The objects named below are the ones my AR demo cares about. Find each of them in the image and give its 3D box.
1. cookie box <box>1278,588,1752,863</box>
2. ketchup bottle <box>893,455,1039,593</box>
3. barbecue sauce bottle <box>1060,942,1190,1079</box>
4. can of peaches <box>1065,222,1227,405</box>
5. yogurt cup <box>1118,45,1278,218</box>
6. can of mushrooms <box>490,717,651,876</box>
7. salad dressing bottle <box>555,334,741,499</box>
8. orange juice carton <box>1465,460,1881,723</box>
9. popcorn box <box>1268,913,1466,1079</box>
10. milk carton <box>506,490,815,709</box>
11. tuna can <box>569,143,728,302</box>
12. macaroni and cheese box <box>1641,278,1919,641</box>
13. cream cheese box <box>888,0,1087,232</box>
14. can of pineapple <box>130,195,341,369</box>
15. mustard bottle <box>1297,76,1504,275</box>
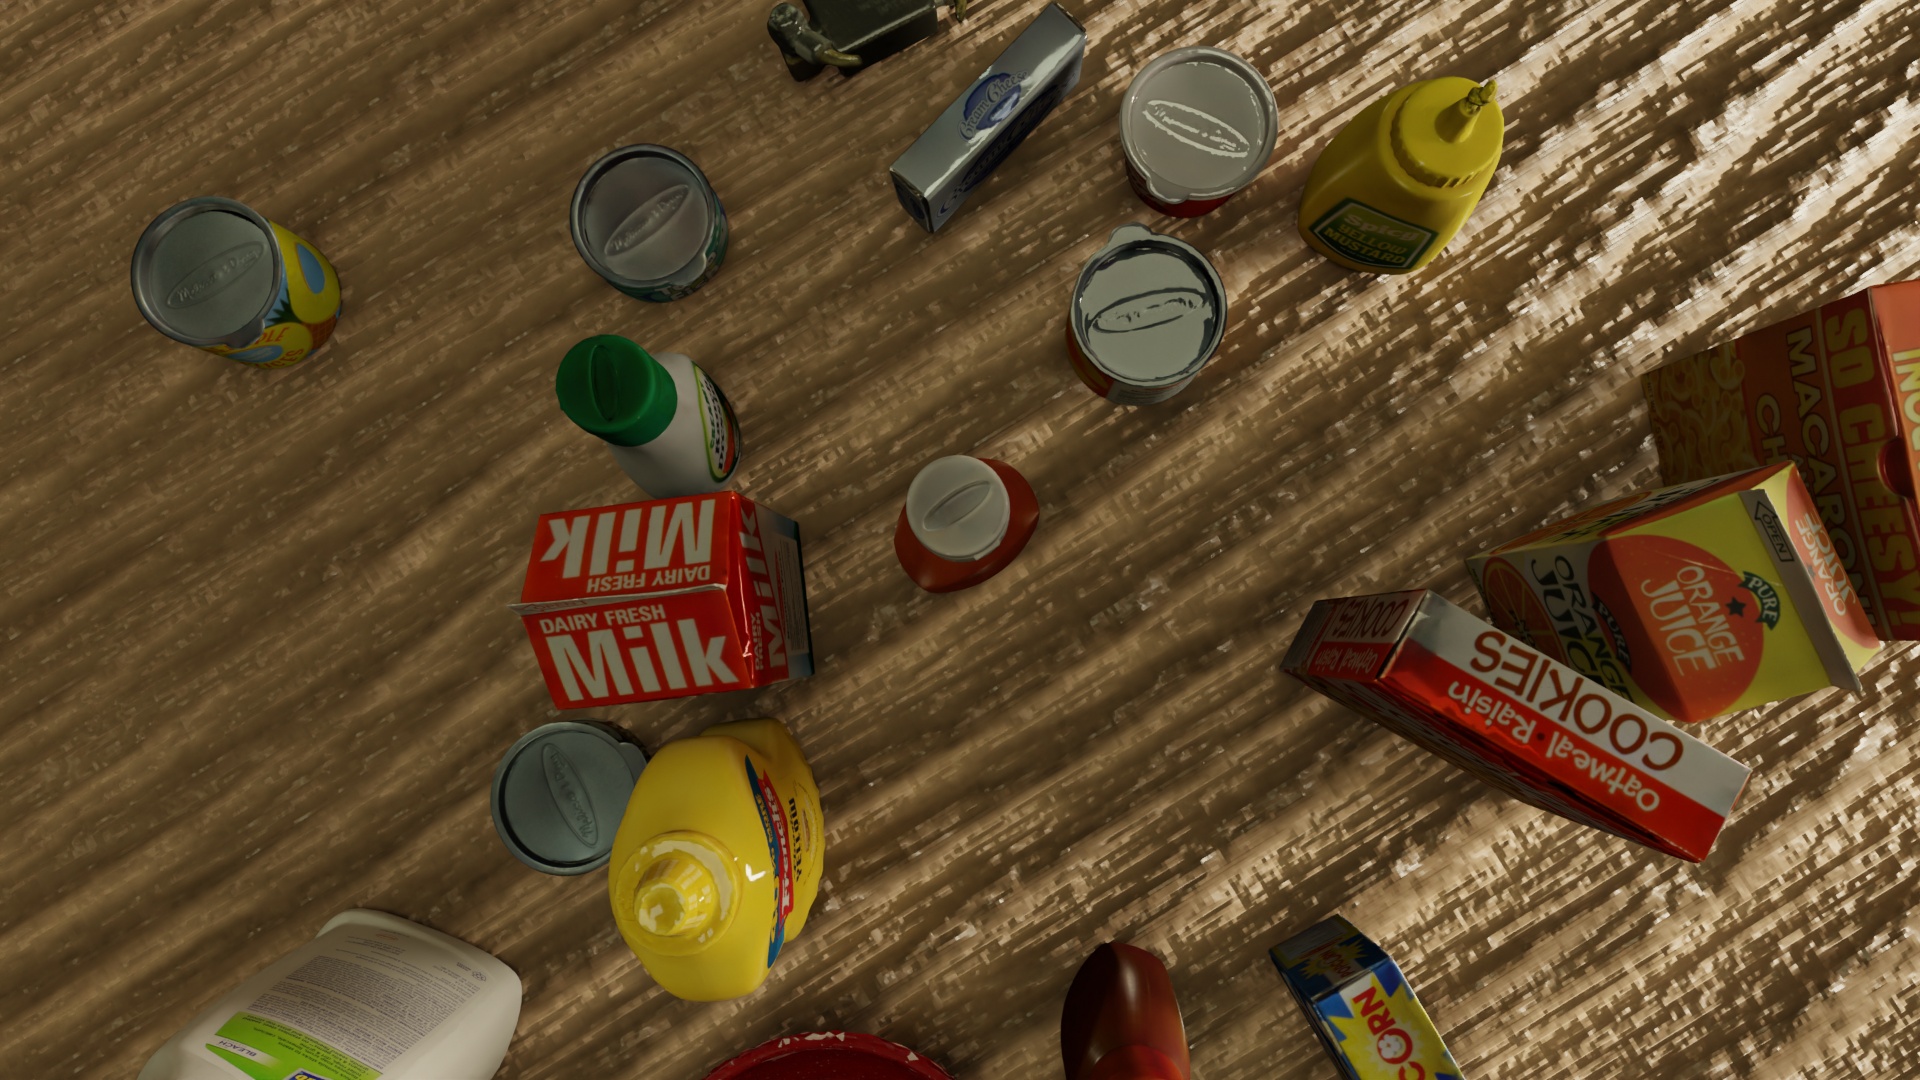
[{"bbox_3d":[0.201,0.067,0.539,0.123,0.167,0.040,29,88,3],"label":"cookie box"},{"bbox_3d":[0.002,-0.007,0.560,0.065,0.148,0.043,-34,86,-1],"label":"ketchup bottle"},{"bbox_3d":[0.065,0.204,0.542,0.044,0.148,0.065,18,87,3],"label":"barbecue sauce bottle"},{"bbox_3d":[0.079,-0.097,0.610,0.071,0.058,0.071,0,86,2],"label":"can of peaches"},{"bbox_3d":[0.103,-0.177,0.618,0.072,0.054,0.072,0,86,2],"label":"yogurt cup"},{"bbox_3d":[-0.167,0.111,0.614,0.071,0.033,0.071,0,86,2],"label":"can of mushrooms"},{"bbox_3d":[-0.125,-0.051,0.568,0.044,0.147,0.064,-9,86,1],"label":"salad dressing bottle"},{"bbox_3d":[0.269,0.021,0.528,0.073,0.192,0.072,-23,86,0],"label":"orange juice carton"},{"bbox_3d":[0.182,0.224,0.569,0.038,0.085,0.127,-30,86,0],"label":"popcorn box"},{"bbox_3d":[-0.108,0.024,0.540,0.072,0.190,0.073,-7,86,1],"label":"milk carton"},{"bbox_3d":[-0.139,-0.142,0.633,0.071,0.033,0.071,0,86,2],"label":"tuna can"},{"bbox_3d":[0.334,-0.023,0.543,0.040,0.166,0.123,-10,86,1],"label":"macaroni and cheese box"},{"bbox_3d":[0.013,-0.187,0.621,0.024,0.053,0.104,44,88,4],"label":"cream cheese box"},{"bbox_3d":[-0.322,-0.112,0.623,0.071,0.058,0.071,0,86,2],"label":"can of pineapple"},{"bbox_3d":[0.181,-0.150,0.560,0.065,0.160,0.049,21,87,3],"label":"mustard bottle"}]
